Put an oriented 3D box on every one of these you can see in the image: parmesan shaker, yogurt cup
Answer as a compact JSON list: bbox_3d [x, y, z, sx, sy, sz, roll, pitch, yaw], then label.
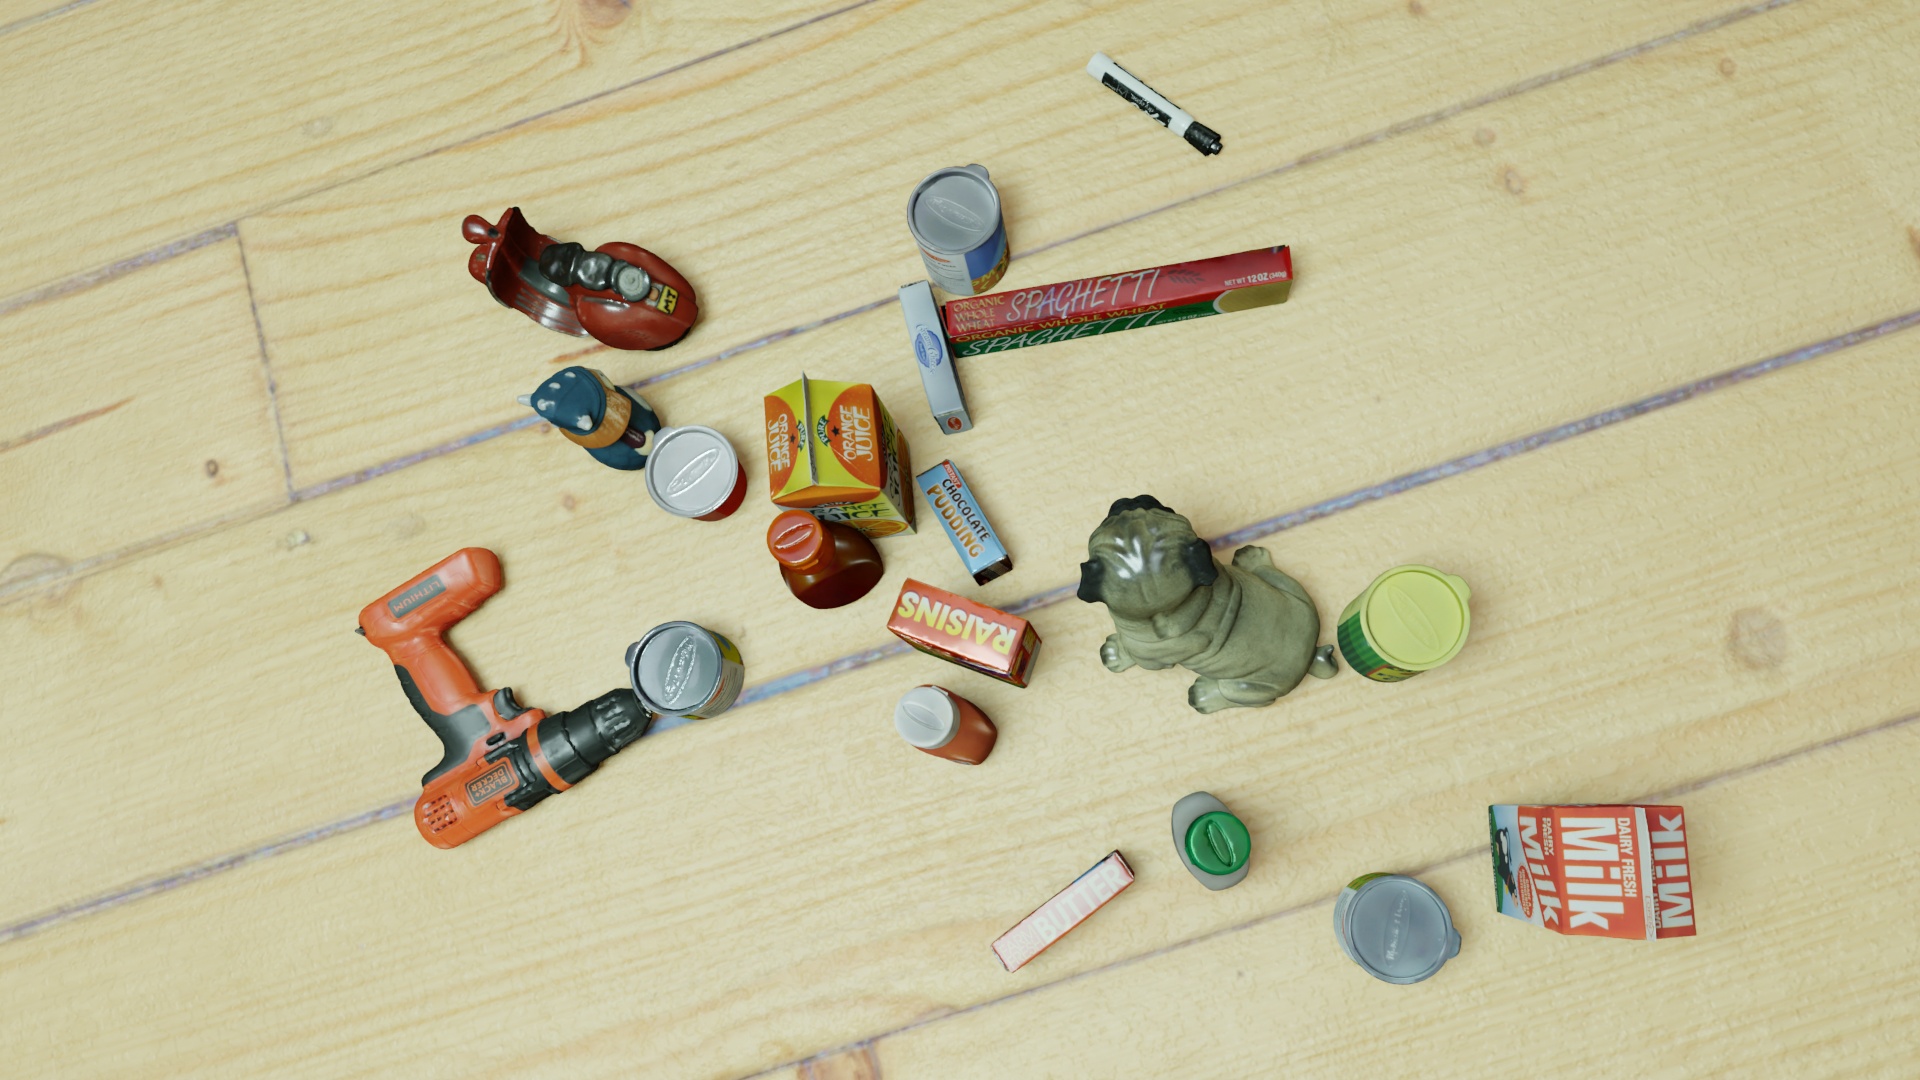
[{"bbox_3d":[0.289,0.055,0.906,0.071,0.103,0.071,-1,79,7],"label":"parmesan shaker"},{"bbox_3d":[-0.188,-0.045,1.009,0.072,0.054,0.072,-1,79,7],"label":"yogurt cup"}]

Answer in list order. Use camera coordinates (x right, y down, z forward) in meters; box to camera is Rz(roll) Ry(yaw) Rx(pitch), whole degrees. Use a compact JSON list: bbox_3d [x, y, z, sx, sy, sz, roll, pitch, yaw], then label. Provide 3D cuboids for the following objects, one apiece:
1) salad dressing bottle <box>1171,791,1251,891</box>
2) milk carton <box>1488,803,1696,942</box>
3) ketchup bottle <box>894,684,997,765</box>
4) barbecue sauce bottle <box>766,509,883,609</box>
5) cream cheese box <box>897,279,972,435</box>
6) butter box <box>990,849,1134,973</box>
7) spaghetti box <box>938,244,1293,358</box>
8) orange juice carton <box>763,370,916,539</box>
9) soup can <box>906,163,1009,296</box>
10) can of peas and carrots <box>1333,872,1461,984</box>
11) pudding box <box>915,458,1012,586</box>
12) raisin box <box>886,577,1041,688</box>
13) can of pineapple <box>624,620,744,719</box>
[{"bbox_3d":[0.158,0.189,0.871,0.044,0.147,0.064,-24,77,2],"label":"salad dressing bottle"},{"bbox_3d":[0.375,0.193,0.822,0.073,0.190,0.072,-2,79,7],"label":"milk carton"},{"bbox_3d":[-0.013,0.118,0.906,0.065,0.148,0.043,27,84,11],"label":"ketchup bottle"},{"bbox_3d":[-0.095,0.012,0.938,0.065,0.148,0.044,-27,77,1],"label":"barbecue sauce bottle"},{"bbox_3d":[-0.018,-0.131,1.007,0.024,0.053,0.104,-16,77,4],"label":"cream cheese box"},{"bbox_3d":[0.069,0.245,0.919,0.103,0.053,0.024,-37,77,-1],"label":"butter box"},{"bbox_3d":[0.111,-0.171,1.001,0.250,0.050,0.029,-9,78,5],"label":"spaghetti box"},{"bbox_3d":[-0.081,-0.052,0.927,0.073,0.192,0.072,-6,78,6],"label":"orange juice carton"},{"bbox_3d":[0.002,-0.225,1.008,0.071,0.083,0.071,-1,79,7],"label":"soup can"},{"bbox_3d":[0.278,0.248,0.890,0.071,0.058,0.071,-1,79,7],"label":"can of peas and carrots"},{"bbox_3d":[0.004,-0.012,0.982,0.030,0.049,0.084,-30,77,1],"label":"pudding box"},{"bbox_3d":[0.005,0.064,0.928,0.086,0.123,0.040,20,82,10],"label":"raisin box"},{"bbox_3d":[-0.193,0.091,0.980,0.071,0.058,0.071,-1,79,7],"label":"can of pineapple"}]
